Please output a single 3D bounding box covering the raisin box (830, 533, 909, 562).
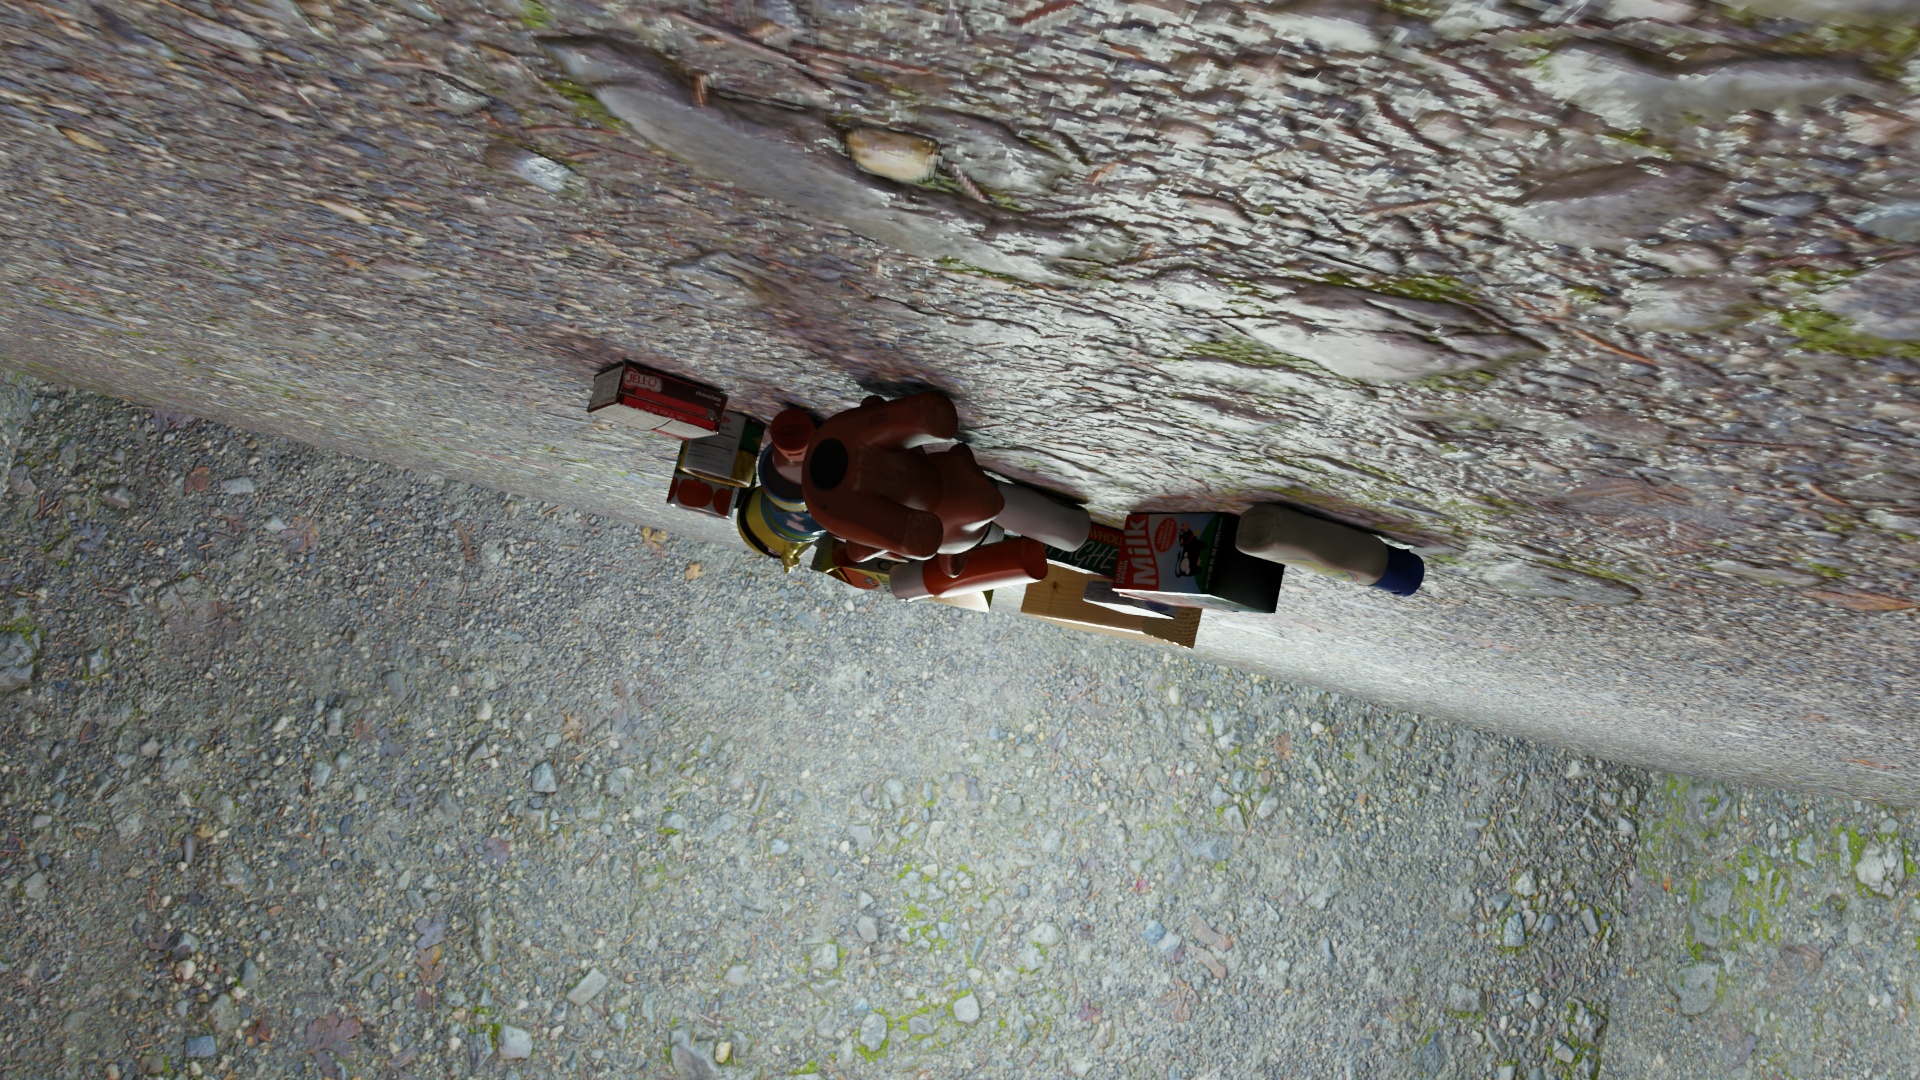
[{"bbox_3d":[-0.076,-0.031,1.316,0.040,0.086,0.123,10,173,18],"label":"raisin box"}]

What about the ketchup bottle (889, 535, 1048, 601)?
[{"bbox_3d":[0.005,0.029,1.322,0.148,0.043,0.065,-12,168,24],"label":"ketchup bottle"}]

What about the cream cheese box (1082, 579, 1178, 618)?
[{"bbox_3d":[0.172,0.059,1.411,0.053,0.024,0.103,16,175,-23],"label":"cream cheese box"}]

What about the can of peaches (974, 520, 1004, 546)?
[{"bbox_3d":[0.005,-0.017,1.378,0.071,0.071,0.058,12,174,17],"label":"can of peaches"}]

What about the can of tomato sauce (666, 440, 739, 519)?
[{"bbox_3d":[-0.249,-0.068,1.365,0.071,0.083,0.071,13,174,1],"label":"can of tomato sauce"}]

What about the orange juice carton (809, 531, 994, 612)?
[{"bbox_3d":[-0.058,0.015,1.453,0.193,0.072,0.073,10,161,12],"label":"orange juice carton"}]

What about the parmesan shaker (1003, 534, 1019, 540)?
[{"bbox_3d":[0.031,0.007,1.545,0.071,0.071,0.103,11,173,25],"label":"parmesan shaker"}]

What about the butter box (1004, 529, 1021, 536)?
[{"bbox_3d":[0.018,-0.027,1.446,0.103,0.024,0.053,11,173,24],"label":"butter box"}]

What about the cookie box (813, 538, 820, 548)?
[{"bbox_3d":[-0.091,0.007,1.626,0.123,0.040,0.168,2,-161,-36],"label":"cookie box"}]

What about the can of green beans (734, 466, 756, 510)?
[{"bbox_3d":[-0.259,-0.068,1.482,0.058,0.071,0.071,10,173,27],"label":"can of green beans"}]

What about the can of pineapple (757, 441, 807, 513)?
[{"bbox_3d":[-0.154,-0.061,1.290,0.071,0.071,0.058,14,173,-3],"label":"can of pineapple"}]

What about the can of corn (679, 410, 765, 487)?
[{"bbox_3d":[-0.214,-0.084,1.257,0.071,0.058,0.071,14,174,2],"label":"can of corn"}]

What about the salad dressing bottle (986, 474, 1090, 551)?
[{"bbox_3d":[0.050,-0.030,1.250,0.147,0.044,0.064,19,180,-36],"label":"salad dressing bottle"}]

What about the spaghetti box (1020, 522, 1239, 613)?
[{"bbox_3d":[0.176,0.021,1.412,0.250,0.050,0.028,16,172,-19],"label":"spaghetti box"}]

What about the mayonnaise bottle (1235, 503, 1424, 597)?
[{"bbox_3d":[0.290,0.009,1.075,0.148,0.041,0.064,16,172,-20],"label":"mayonnaise bottle"}]

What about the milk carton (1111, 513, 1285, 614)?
[{"bbox_3d":[0.198,0.019,1.232,0.073,0.072,0.190,16,174,-26],"label":"milk carton"}]

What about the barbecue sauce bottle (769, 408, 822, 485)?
[{"bbox_3d":[-0.133,-0.079,1.186,0.065,0.043,0.148,-4,173,1],"label":"barbecue sauce bottle"}]
